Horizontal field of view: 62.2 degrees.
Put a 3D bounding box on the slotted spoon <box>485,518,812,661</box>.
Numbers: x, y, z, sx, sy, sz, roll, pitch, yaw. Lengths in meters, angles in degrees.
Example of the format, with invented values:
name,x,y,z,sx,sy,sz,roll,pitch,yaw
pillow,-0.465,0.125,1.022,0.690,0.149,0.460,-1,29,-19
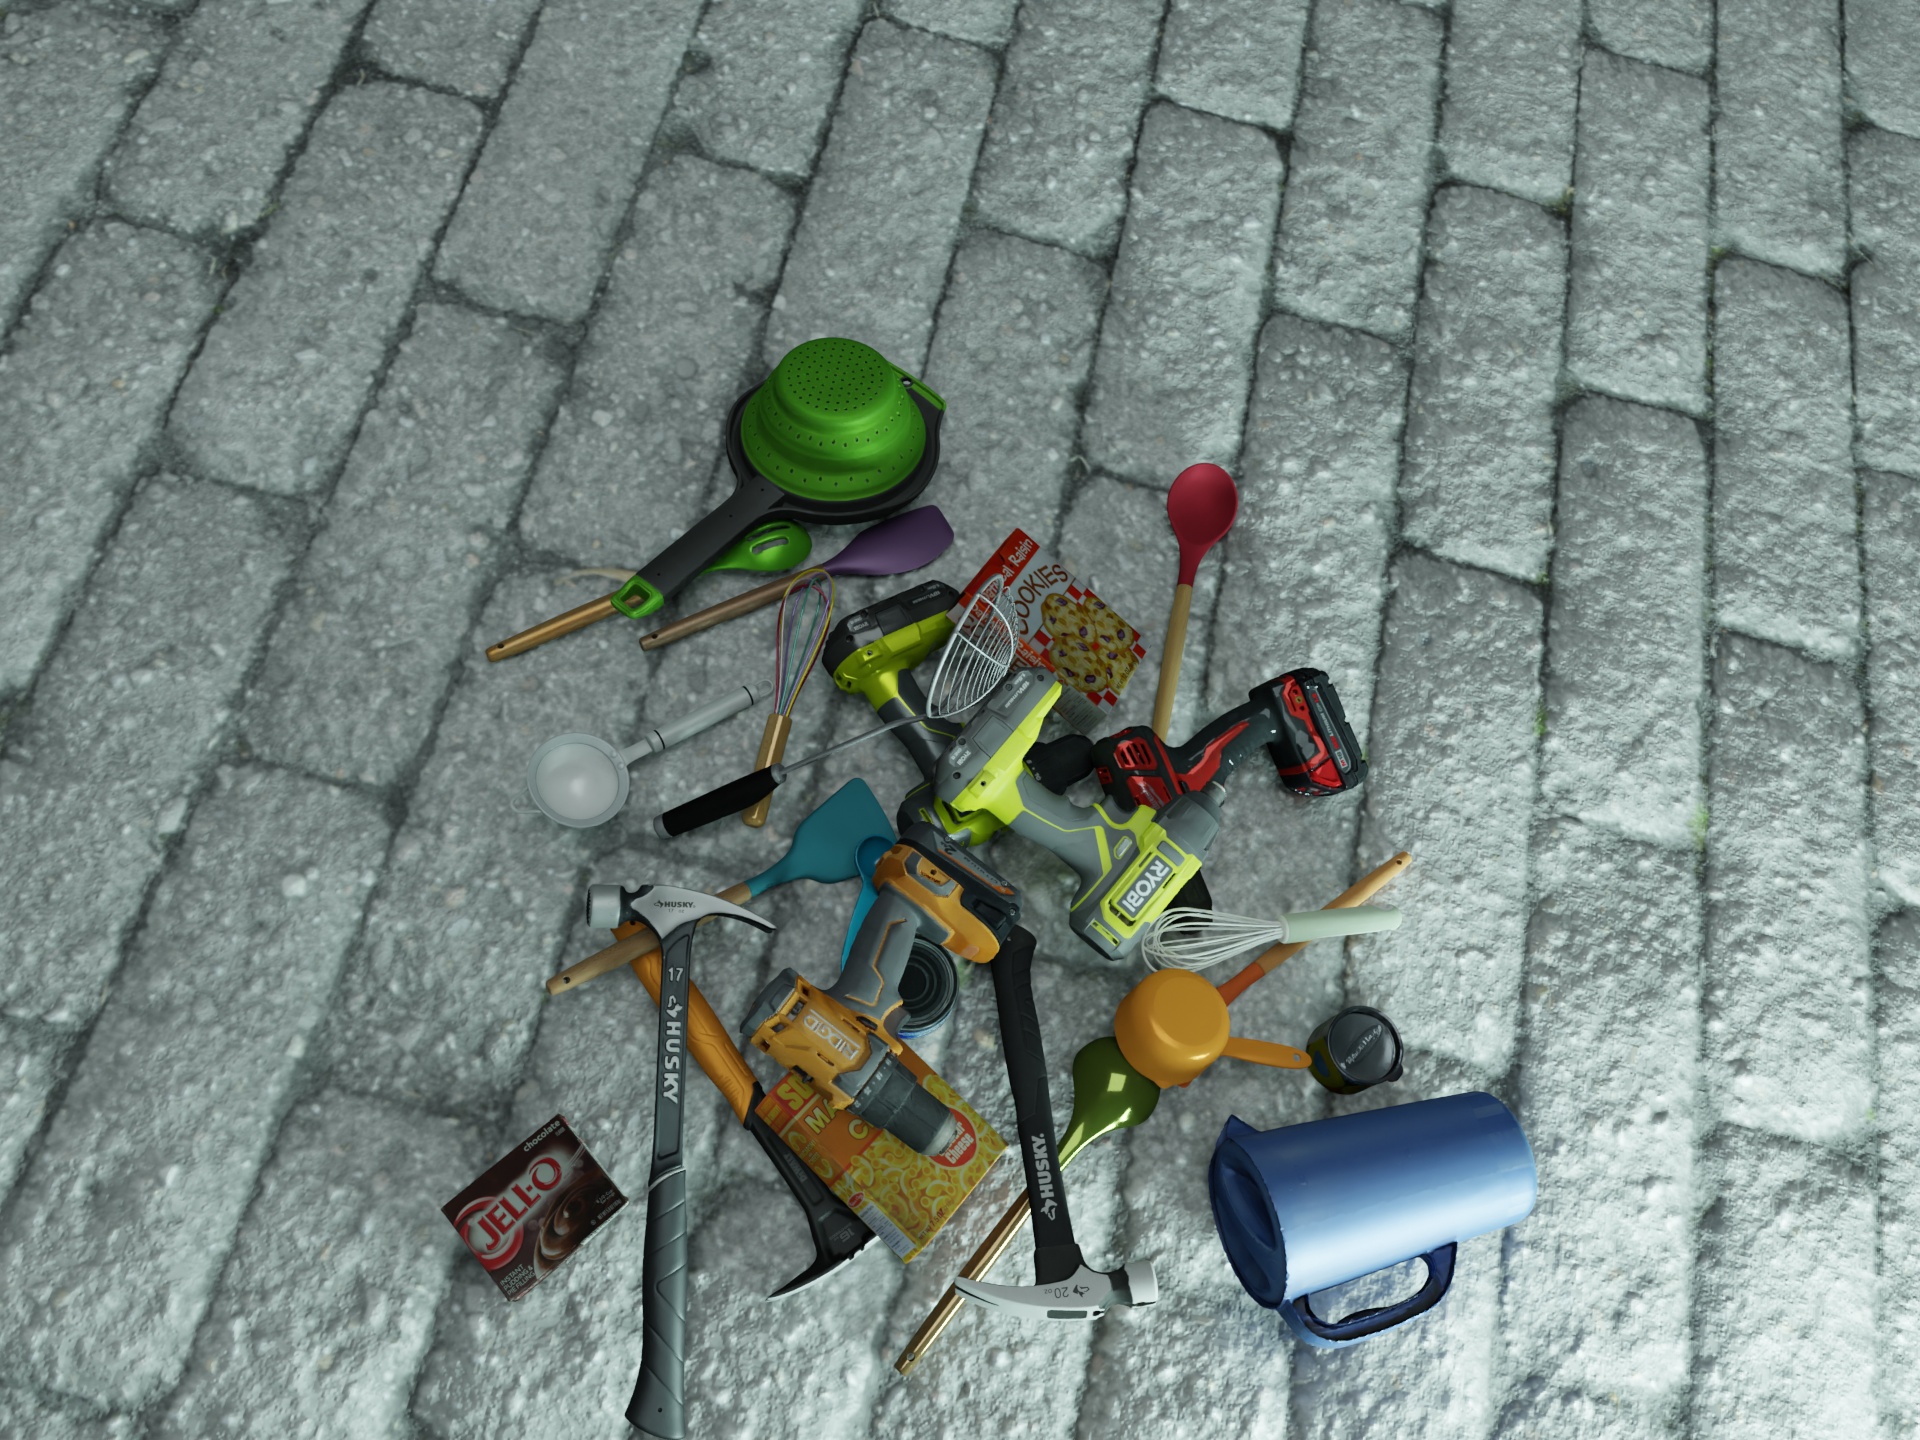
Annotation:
name,x,y,z,sx,sy,sz,roll,pitch,yaw
slotted spoon,-0.281,-0.120,1.445,0.314,0.031,0.070,-25,61,-15

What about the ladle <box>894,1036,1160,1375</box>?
name,x,y,z,sx,sy,sz,roll,pitch,yaw
ladle,0.052,0.389,1.281,0.078,0.062,0.320,38,74,8

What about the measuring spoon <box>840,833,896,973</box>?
name,x,y,z,sx,sy,sz,roll,pitch,yaw
measuring spoon,-0.083,0.158,1.337,0.042,0.021,0.129,22,68,-20

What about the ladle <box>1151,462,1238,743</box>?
name,x,y,z,sx,sy,sz,roll,pitch,yaw
ladle,0.210,-0.104,1.511,0.069,0.031,0.316,13,68,0

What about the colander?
name,x,y,z,sx,sy,sz,roll,pitch,yaw
colander,-0.169,-0.237,1.446,0.204,0.094,0.397,36,61,17

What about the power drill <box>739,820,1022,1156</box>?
name,x,y,z,sx,sy,sz,roll,pitch,yaw
power drill,-0.039,0.214,1.261,0.185,0.084,0.226,38,59,2

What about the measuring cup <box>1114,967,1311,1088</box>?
name,x,y,z,sx,sy,sz,roll,pitch,yaw
measuring cup,0.215,0.255,1.300,0.173,0.052,0.095,13,55,-9

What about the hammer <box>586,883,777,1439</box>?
name,x,y,z,sx,sy,sz,roll,pitch,yaw
hammer,-0.219,0.330,1.219,0.149,0.036,0.409,3,75,-15

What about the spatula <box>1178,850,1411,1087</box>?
name,x,y,z,sx,sy,sz,roll,pitch,yaw
spatula,0.280,0.201,1.386,0.322,0.041,0.081,-32,74,-20

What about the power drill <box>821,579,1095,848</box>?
name,x,y,z,sx,sy,sz,roll,pitch,yaw
power drill,-0.002,-0.005,1.412,0.190,0.080,0.229,-25,75,-22

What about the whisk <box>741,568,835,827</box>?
name,x,y,z,sx,sy,sz,roll,pitch,yaw
whisk,-0.157,-0.023,1.414,0.047,0.051,0.245,14,73,-3

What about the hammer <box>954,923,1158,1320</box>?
name,x,y,z,sx,sy,sz,roll,pitch,yaw
hammer,0.052,0.306,1.261,0.146,0.035,0.335,-6,51,-4

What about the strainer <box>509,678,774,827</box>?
name,x,y,z,sx,sy,sz,roll,pitch,yaw
strainer,-0.272,0.024,1.381,0.258,0.050,0.087,-28,80,-24

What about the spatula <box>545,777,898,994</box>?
name,x,y,z,sx,sy,sz,roll,pitch,yaw
spatula,-0.196,0.148,1.317,0.317,0.044,0.082,-26,86,-31

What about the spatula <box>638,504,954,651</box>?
name,x,y,z,sx,sy,sz,roll,pitch,yaw
spatula,-0.148,-0.127,1.472,0.316,0.018,0.060,-23,70,-18

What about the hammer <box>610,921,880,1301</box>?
name,x,y,z,sx,sy,sz,roll,pitch,yaw
hammer,-0.189,0.295,1.282,0.127,0.034,0.337,-32,75,-20

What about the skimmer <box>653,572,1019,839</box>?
name,x,y,z,sx,sy,sz,roll,pitch,yaw
skimmer,-0.110,-0.006,1.320,0.363,0.127,0.090,-24,90,14

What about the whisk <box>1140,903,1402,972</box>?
name,x,y,z,sx,sy,sz,roll,pitch,yaw
whisk,0.268,0.180,1.361,0.246,0.058,0.059,-4,98,-16

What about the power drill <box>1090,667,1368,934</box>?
name,x,y,z,sx,sy,sz,roll,pitch,yaw
power drill,0.243,0.067,1.409,0.226,0.080,0.188,-23,89,-15

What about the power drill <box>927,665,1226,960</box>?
name,x,y,z,sx,sy,sz,roll,pitch,yaw
power drill,0.100,0.065,1.321,0.223,0.080,0.171,41,80,-1
